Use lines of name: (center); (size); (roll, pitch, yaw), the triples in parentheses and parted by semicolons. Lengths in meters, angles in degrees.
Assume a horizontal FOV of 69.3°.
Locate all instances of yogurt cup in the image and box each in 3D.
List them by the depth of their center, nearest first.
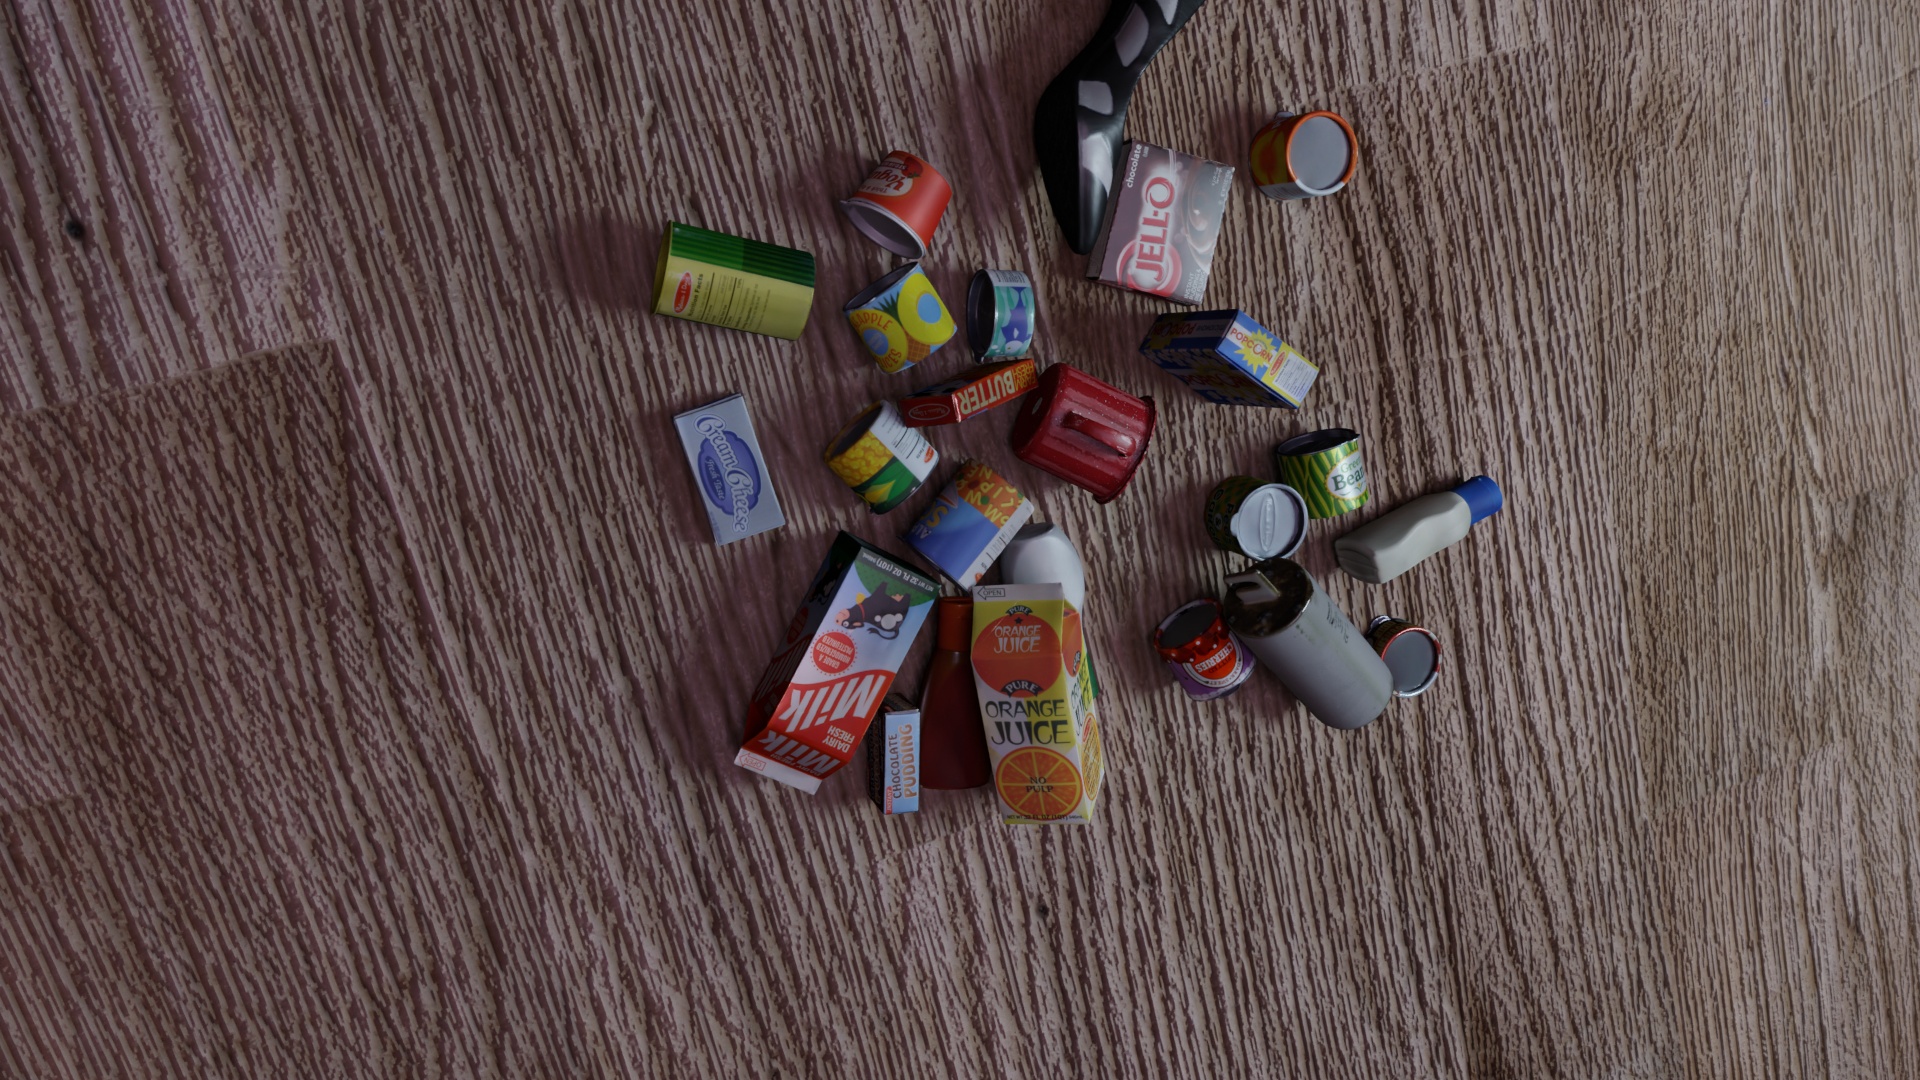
yogurt cup: (-0.043, -0.246, 1.012); (0.072, 0.072, 0.054); (35, 80, -20)

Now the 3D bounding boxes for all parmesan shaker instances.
parmesan shaker: (-0.162, -0.181, 0.984); (0.103, 0.071, 0.071); (9, 96, -20)

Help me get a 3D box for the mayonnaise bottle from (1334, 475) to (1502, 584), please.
mayonnaise bottle: (0.399, -0.011, 1.196); (0.148, 0.065, 0.041); (-25, 109, -16)

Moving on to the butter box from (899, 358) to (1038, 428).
butter box: (0.008, -0.110, 1.032); (0.104, 0.053, 0.024); (-29, 111, -46)

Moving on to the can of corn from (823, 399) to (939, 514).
can of corn: (-0.061, -0.061, 1.036); (0.071, 0.071, 0.058); (-47, 109, -6)

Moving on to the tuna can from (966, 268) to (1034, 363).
tuna can: (0.030, -0.168, 1.046); (0.033, 0.071, 0.071); (-2, 100, -18)

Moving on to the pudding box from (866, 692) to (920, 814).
pudding box: (-0.053, 0.166, 1.084); (0.030, 0.050, 0.083); (-2, 100, -19)

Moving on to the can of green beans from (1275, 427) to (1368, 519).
can of green beans: (0.300, -0.056, 1.153); (0.071, 0.071, 0.057); (-21, 105, -14)

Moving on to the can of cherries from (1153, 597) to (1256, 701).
can of cherries: (0.201, 0.090, 1.142); (0.071, 0.071, 0.058); (-38, 108, -8)

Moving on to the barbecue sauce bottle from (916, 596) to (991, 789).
barbecue sauce bottle: (-0.004, 0.120, 1.095); (0.065, 0.044, 0.148); (1, 98, -20)

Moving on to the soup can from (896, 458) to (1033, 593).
soup can: (0.004, -0.013, 1.065); (0.071, 0.071, 0.084); (40, 85, -20)

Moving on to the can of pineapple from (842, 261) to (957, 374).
can of pineapple: (-0.045, -0.163, 1.022); (0.071, 0.071, 0.057); (-36, 108, -9)

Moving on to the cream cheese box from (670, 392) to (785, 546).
cream cheese box: (-0.171, -0.052, 1.022); (0.053, 0.024, 0.103); (-21, 105, -14)

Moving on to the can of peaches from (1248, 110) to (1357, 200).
can of peaches: (0.273, -0.308, 1.106); (0.071, 0.058, 0.071); (-3, 101, -17)

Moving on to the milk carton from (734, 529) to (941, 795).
milk carton: (-0.097, 0.096, 1.045); (0.072, 0.073, 0.190); (27, 90, -20)

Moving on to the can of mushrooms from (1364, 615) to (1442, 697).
can of mushrooms: (0.387, 0.102, 1.225); (0.071, 0.033, 0.071); (-3, 101, -17)

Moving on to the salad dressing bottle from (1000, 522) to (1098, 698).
salad dressing bottle: (0.075, 0.061, 1.111); (0.064, 0.044, 0.147); (-19, 106, -10)

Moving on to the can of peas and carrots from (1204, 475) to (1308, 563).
can of peas and carrots: (0.240, -0.018, 1.143); (0.071, 0.059, 0.070); (-3, 100, -16)

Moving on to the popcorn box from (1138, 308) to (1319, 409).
popcorn box: (0.206, -0.140, 1.076); (0.085, 0.127, 0.038); (30, 86, -20)

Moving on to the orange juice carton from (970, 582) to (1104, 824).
orange juice carton: (0.059, 0.119, 1.072); (0.072, 0.073, 0.192); (-4, 113, 17)
